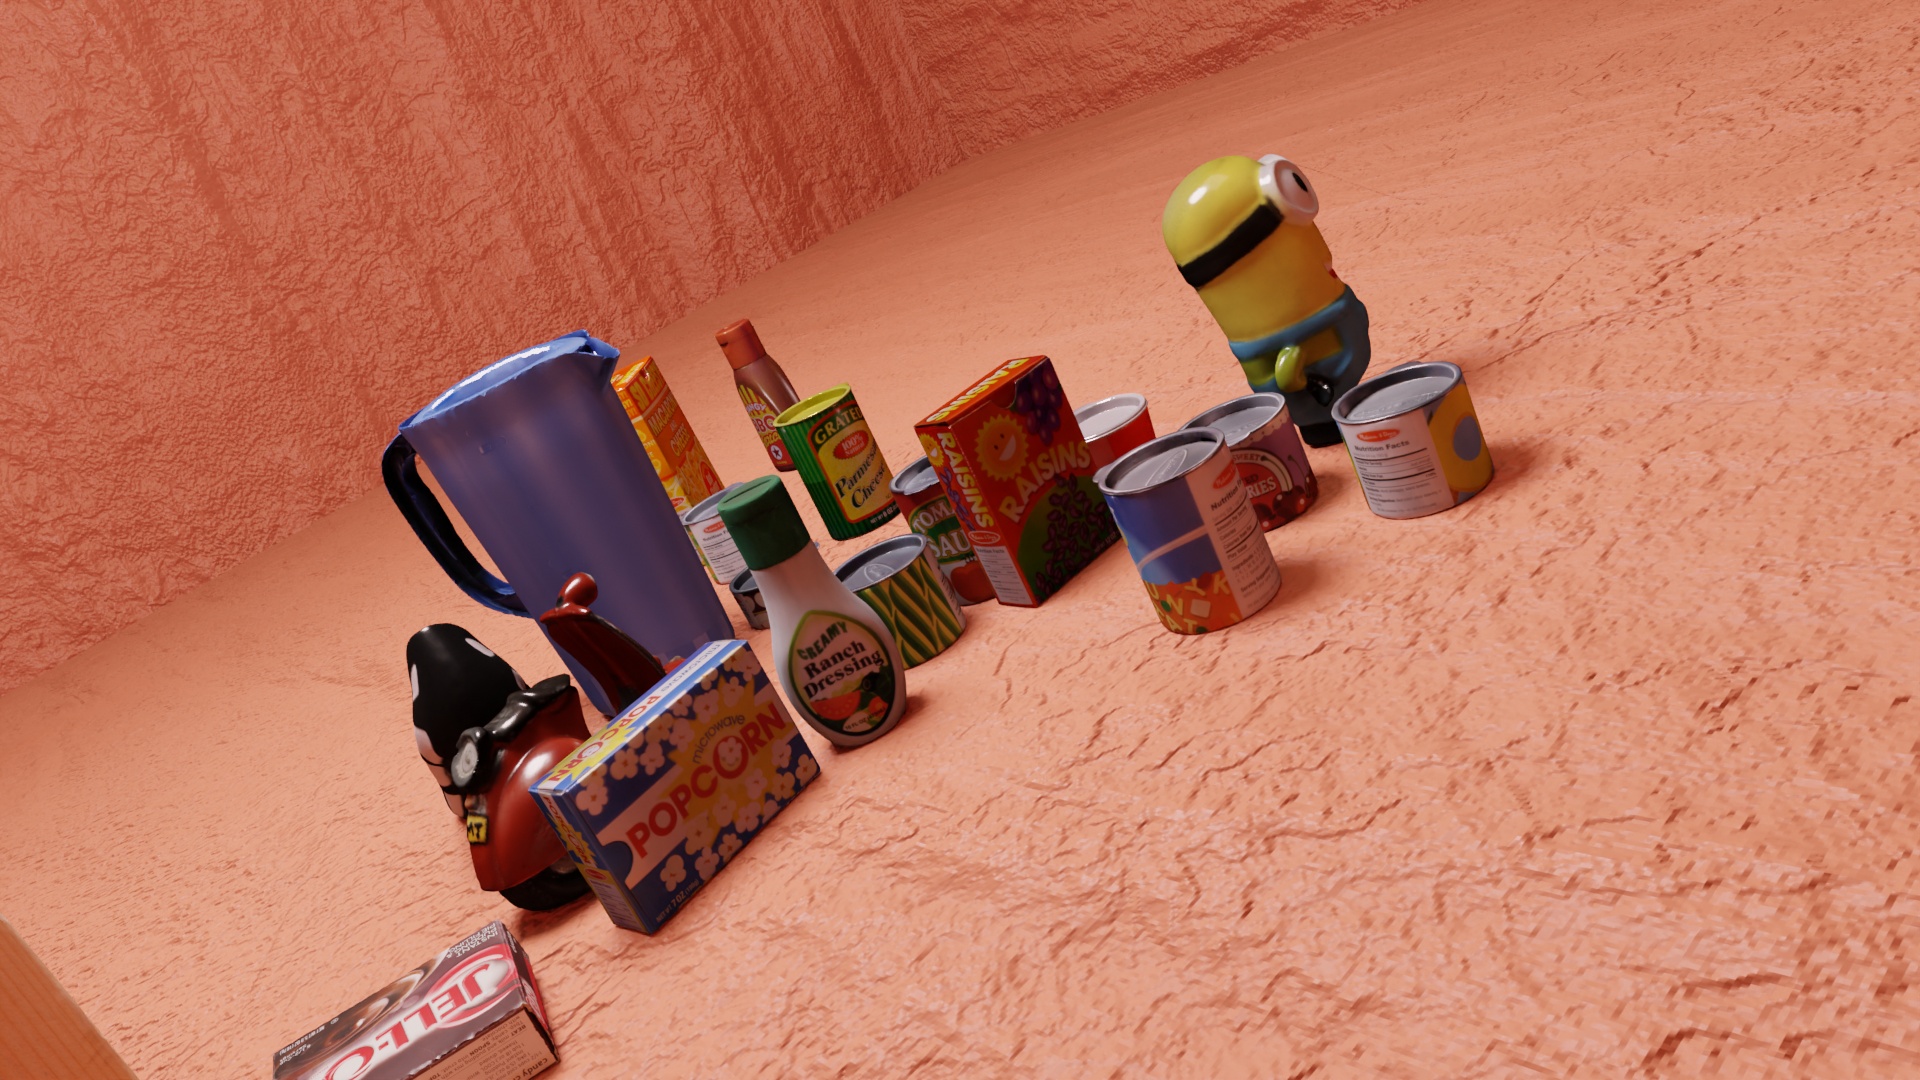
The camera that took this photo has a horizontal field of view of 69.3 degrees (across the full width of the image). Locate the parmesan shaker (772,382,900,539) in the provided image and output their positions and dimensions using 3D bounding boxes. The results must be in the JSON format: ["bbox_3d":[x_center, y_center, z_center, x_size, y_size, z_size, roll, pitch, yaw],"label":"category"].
[{"bbox_3d":[-0.091,-0.061,1.078,0.071,0.102,0.071,-23,19,8],"label":"parmesan shaker"}]

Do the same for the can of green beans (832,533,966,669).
[{"bbox_3d":[-0.038,0.037,0.819,0.071,0.057,0.071,-23,19,8],"label":"can of green beans"}]

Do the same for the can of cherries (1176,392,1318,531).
[{"bbox_3d":[0.159,-0.041,0.774,0.071,0.058,0.072,-23,19,8],"label":"can of cherries"}]

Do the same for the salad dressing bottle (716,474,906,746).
[{"bbox_3d":[-0.079,0.037,0.731,0.064,0.147,0.044,-27,18,-4],"label":"salad dressing bottle"}]

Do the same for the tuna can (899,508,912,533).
[{"bbox_3d":[-0.004,-0.023,0.974,0.071,0.032,0.071,-23,19,8],"label":"tuna can"}]

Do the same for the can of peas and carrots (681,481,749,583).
[{"bbox_3d":[-0.181,-0.007,1.118,0.071,0.058,0.071,-23,19,8],"label":"can of peas and carrots"}]

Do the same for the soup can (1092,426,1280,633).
[{"bbox_3d":[0.113,-0.005,0.696,0.071,0.083,0.071,-23,19,8],"label":"soup can"}]

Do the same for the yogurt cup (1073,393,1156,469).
[{"bbox_3d":[0.098,-0.056,0.900,0.072,0.053,0.072,-23,19,8],"label":"yogurt cup"}]

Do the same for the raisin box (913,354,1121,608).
[{"bbox_3d":[0.036,-0.035,0.813,0.086,0.123,0.040,-37,21,-30],"label":"raisin box"}]

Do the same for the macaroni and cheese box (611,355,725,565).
[{"bbox_3d":[-0.255,-0.069,1.209,0.040,0.166,0.124,-24,19,6],"label":"macaroni and cheese box"}]

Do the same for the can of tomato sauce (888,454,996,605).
[{"bbox_3d":[0.003,-0.011,0.854,0.071,0.083,0.071,-23,19,8],"label":"can of tomato sauce"}]

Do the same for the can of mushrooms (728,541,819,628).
[{"bbox_3d":[-0.125,0.031,0.984,0.071,0.033,0.071,-23,19,8],"label":"can of mushrooms"}]

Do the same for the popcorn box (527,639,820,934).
[{"bbox_3d":[-0.137,0.118,0.688,0.038,0.085,0.127,-7,26,45],"label":"popcorn box"}]

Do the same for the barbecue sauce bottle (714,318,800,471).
[{"bbox_3d":[-0.186,-0.140,1.339,0.044,0.148,0.065,-39,22,-34],"label":"barbecue sauce bottle"}]

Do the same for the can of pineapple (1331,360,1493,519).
[{"bbox_3d":[0.232,-0.052,0.711,0.071,0.057,0.071,-23,19,8],"label":"can of pineapple"}]
